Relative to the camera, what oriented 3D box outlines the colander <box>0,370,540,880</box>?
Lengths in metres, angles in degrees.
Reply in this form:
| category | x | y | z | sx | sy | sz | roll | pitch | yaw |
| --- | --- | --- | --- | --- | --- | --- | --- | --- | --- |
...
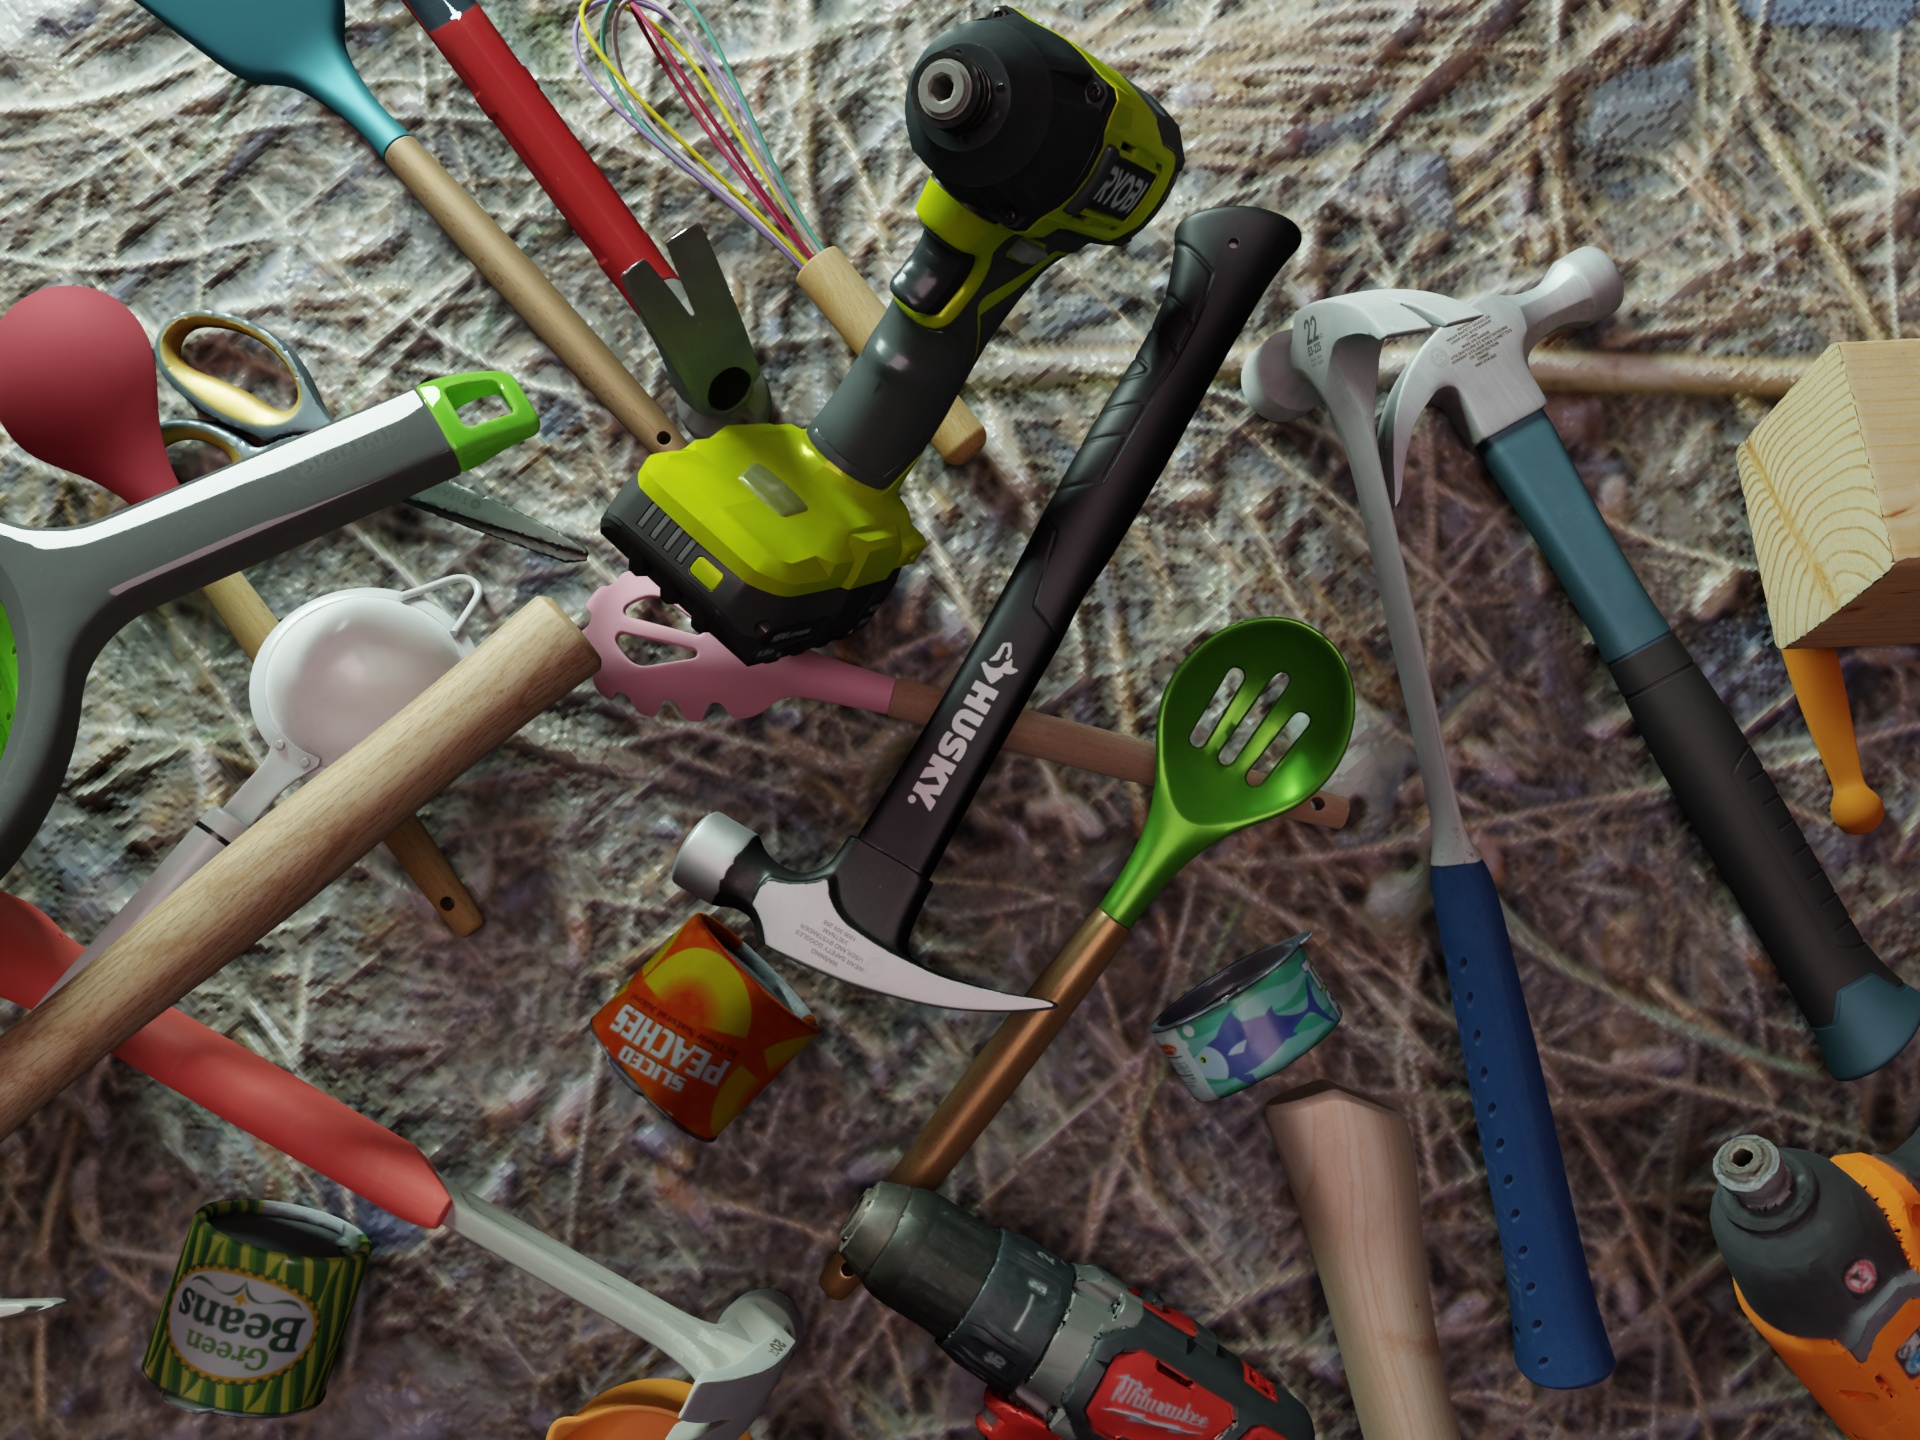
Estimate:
| category | x | y | z | sx | sy | sz | roll | pitch | yaw |
| --- | --- | --- | --- | --- | --- | --- | --- | --- | --- |
| colander | -0.337 | -0.020 | 0.582 | 0.397 | 0.094 | 0.205 | -28 | 71 | -18 |

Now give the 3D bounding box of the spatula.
| category | x | y | z | sx | sy | sz | roll | pitch | yaw |
| --- | --- | --- | --- | --- | --- | --- | --- | --- | --- |
| spatula | -0.218 | -0.220 | 0.652 | 0.082 | 0.044 | 0.317 | -42 | 85 | -6 |

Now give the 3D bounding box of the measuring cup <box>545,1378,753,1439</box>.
| category | x | y | z | sx | sy | sz | roll | pitch | yaw |
| --- | --- | --- | --- | --- | --- | --- | --- | --- | --- |
| measuring cup | -0.149 | 0.317 | 0.589 | 0.173 | 0.052 | 0.095 | -38 | 84 | -1 |

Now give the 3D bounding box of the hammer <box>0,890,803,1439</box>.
| category | x | y | z | sx | sy | sz | roll | pitch | yaw |
| --- | --- | --- | --- | --- | --- | --- | --- | --- | --- |
| hammer | -0.226 | 0.155 | 0.575 | 0.359 | 0.149 | 0.037 | 25 | 82 | 10 |

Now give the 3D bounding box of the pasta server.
| category | x | y | z | sx | sy | sz | roll | pitch | yaw |
| --- | --- | --- | --- | --- | --- | --- | --- | --- | --- |
| pasta server | -0.001 | -0.002 | 0.633 | 0.316 | 0.040 | 0.060 | 14 | 84 | -1 |

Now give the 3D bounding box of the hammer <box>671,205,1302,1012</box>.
| category | x | y | z | sx | sy | sz | roll | pitch | yaw |
| --- | --- | --- | --- | --- | --- | --- | --- | --- | --- |
| hammer | 0.038 | -0.048 | 0.595 | 0.146 | 0.035 | 0.335 | 29 | 83 | 10 |

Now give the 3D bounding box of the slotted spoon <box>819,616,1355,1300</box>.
| category | x | y | z | sx | sy | sz | roll | pitch | yaw |
| --- | --- | --- | --- | --- | --- | --- | --- | --- | --- |
| slotted spoon | 0.042 | 0.094 | 0.607 | 0.070 | 0.031 | 0.314 | 37 | 93 | 6 |

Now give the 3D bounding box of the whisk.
| category | x | y | z | sx | sy | sz | roll | pitch | yaw |
| --- | --- | --- | --- | --- | --- | --- | --- | --- | --- |
| whisk | -0.070 | -0.205 | 0.650 | 0.051 | 0.047 | 0.245 | -40 | 89 | 9 |

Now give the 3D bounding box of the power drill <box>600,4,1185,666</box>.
| category | x | y | z | sx | sy | sz | roll | pitch | yaw |
| --- | --- | --- | --- | --- | --- | --- | --- | --- | --- |
| power drill | -0.023 | -0.131 | 0.546 | 0.080 | 0.171 | 0.223 | 41 | 112 | 9 |

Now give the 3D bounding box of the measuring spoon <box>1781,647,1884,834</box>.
| category | x | y | z | sx | sy | sz | roll | pitch | yaw |
| --- | --- | --- | --- | --- | --- | --- | --- | --- | --- |
| measuring spoon | 0.343 | -0.012 | 0.630 | 0.021 | 0.011 | 0.117 | -13 | 84 | 0 |

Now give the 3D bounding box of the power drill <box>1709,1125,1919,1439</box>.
| category | x | y | z | sx | sy | sz | roll | pitch | yaw |
| --- | --- | --- | --- | --- | --- | --- | --- | --- | --- |
| power drill | 0.363 | 0.139 | 0.554 | 0.226 | 0.084 | 0.164 | -45 | 114 | -3 |

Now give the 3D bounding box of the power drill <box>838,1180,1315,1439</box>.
| category | x | y | z | sx | sy | sz | roll | pitch | yaw |
| --- | --- | --- | --- | --- | --- | --- | --- | --- | --- |
| power drill | -0.002 | 0.297 | 0.571 | 0.188 | 0.080 | 0.227 | 32 | 82 | 0 |

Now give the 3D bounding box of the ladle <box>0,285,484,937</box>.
| category | x | y | z | sx | sy | sz | roll | pitch | yaw |
| --- | --- | --- | --- | --- | --- | --- | --- | --- | --- |
| ladle | -0.287 | -0.043 | 0.633 | 0.069 | 0.031 | 0.315 | -36 | 90 | 2 |

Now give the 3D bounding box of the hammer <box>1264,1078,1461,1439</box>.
| category | x | y | z | sx | sy | sz | roll | pitch | yaw |
| --- | --- | --- | --- | --- | --- | --- | --- | --- | --- |
| hammer | 0.182 | 0.340 | 0.585 | 0.146 | 0.038 | 0.411 | -17 | 83 | 1 |

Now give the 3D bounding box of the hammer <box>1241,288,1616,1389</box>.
| category | x | y | z | sx | sy | sz | roll | pitch | yaw |
| --- | --- | --- | --- | --- | --- | --- | --- | --- | --- |
| hammer | 0.181 | 0.042 | 0.582 | 0.035 | 0.144 | 0.405 | -13 | 90 | -8 |

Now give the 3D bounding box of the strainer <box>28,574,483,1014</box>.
| category | x | y | z | sx | sy | sz | roll | pitch | yaw |
| --- | --- | --- | --- | --- | --- | --- | --- | --- | --- |
| strainer | -0.265 | 0.034 | 0.588 | 0.087 | 0.050 | 0.258 | 33 | 70 | 5 |

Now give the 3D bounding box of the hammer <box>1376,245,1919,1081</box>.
| category | x | y | z | sx | sy | sz | roll | pitch | yaw |
| --- | --- | --- | --- | --- | --- | --- | --- | --- | --- |
| hammer | 0.274 | -0.017 | 0.622 | 0.128 | 0.033 | 0.331 | -28 | 84 | -2 |

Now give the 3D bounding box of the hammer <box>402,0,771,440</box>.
| category | x | y | z | sx | sy | sz | roll | pitch | yaw |
| --- | --- | --- | --- | --- | --- | --- | --- | --- | --- |
| hammer | -0.201 | -0.280 | 0.620 | 0.038 | 0.143 | 0.386 | -36 | 80 | -5 |

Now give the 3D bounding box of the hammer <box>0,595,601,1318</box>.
| category | x | y | z | sx | sy | sz | roll | pitch | yaw |
| --- | --- | --- | --- | --- | --- | --- | --- | --- | --- |
| hammer | -0.260 | 0.074 | 0.543 | 0.331 | 0.031 | 0.130 | -41 | 83 | -13 |
